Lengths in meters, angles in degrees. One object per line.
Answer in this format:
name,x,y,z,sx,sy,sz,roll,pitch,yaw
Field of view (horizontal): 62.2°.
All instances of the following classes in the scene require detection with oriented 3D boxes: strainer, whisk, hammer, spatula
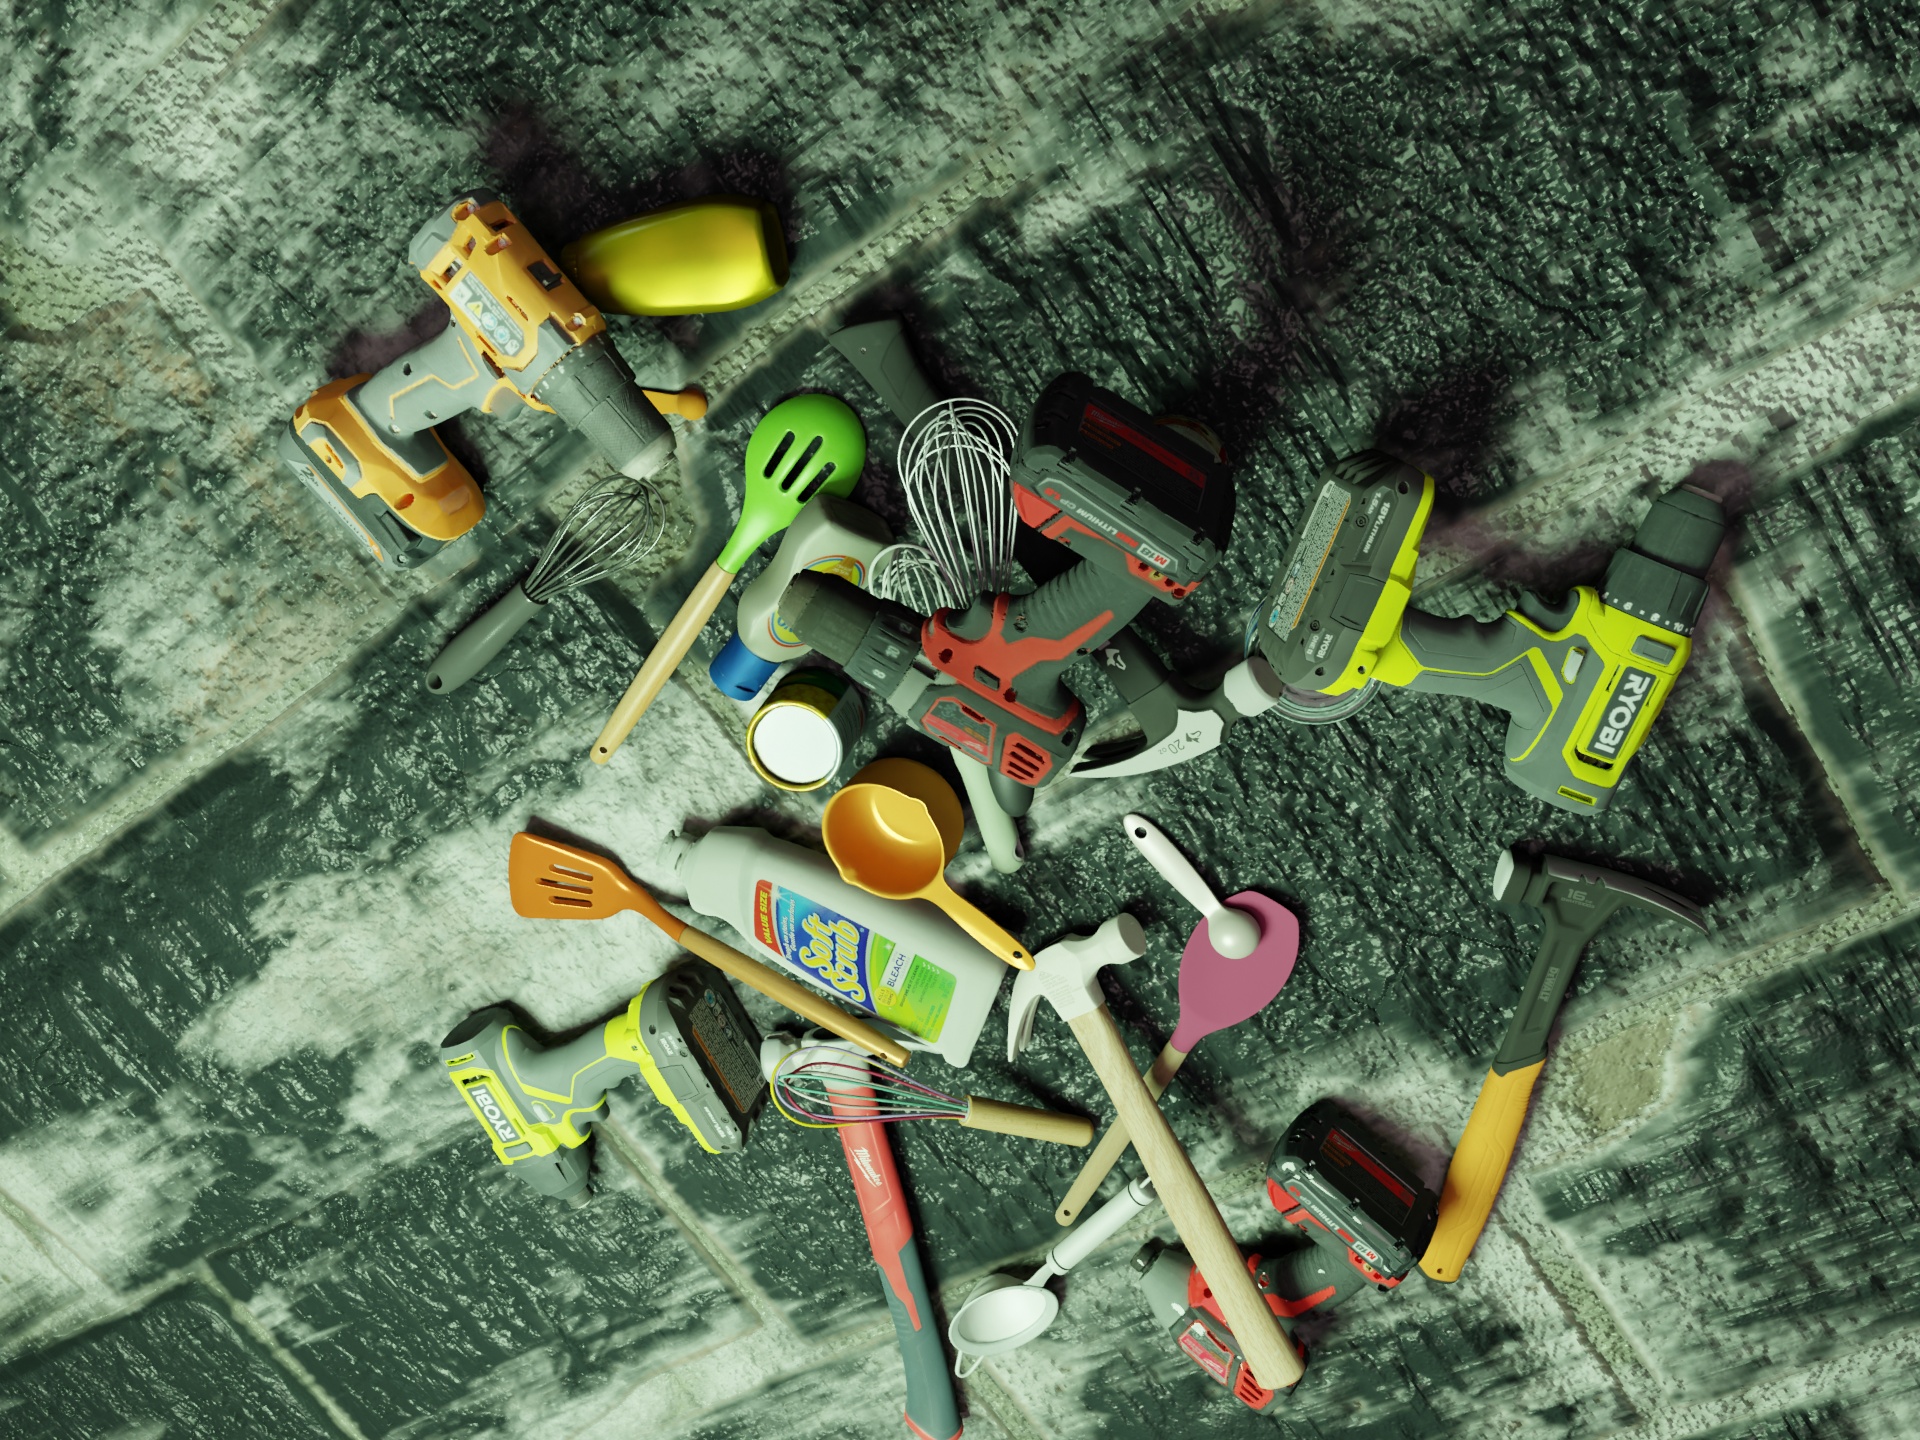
strainer,0.069,0.402,1.176,0.086,0.050,0.258,21,124,-31
whisk,-0.279,-0.082,1.046,0.239,0.055,0.055,-35,103,28
hammer,0.037,-0.107,0.959,0.146,0.035,0.334,-34,99,39
whisk,-0.002,-0.003,1.014,0.059,0.058,0.246,-6,120,23
whisk,-0.018,0.270,1.104,0.244,0.047,0.051,16,140,-21
hammer,0.372,0.244,1.055,0.127,0.034,0.336,14,116,7
hammer,0.137,0.299,1.079,0.130,0.031,0.331,-30,87,33
hammer,-0.036,0.397,1.209,0.143,0.038,0.386,-8,112,14
spatula,-0.178,0.166,1.108,0.323,0.041,0.081,25,127,19
whisk,0.017,-0.058,0.946,0.070,0.070,0.284,-2,124,13

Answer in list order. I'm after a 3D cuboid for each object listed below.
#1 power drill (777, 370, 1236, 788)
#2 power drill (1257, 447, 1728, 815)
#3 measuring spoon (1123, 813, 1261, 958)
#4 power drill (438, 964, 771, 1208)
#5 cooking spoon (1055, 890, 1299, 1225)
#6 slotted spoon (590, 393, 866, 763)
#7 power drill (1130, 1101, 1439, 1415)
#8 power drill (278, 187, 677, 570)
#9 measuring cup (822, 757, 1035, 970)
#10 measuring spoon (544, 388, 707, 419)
power drill,0.019,-0.075,0.853,0.188,0.080,0.226,30,132,-9
power drill,0.302,-0.067,0.890,0.228,0.080,0.190,18,106,-11
measuring spoon,0.149,0.110,1.045,0.034,0.018,0.124,-42,93,24
power drill,-0.259,0.277,1.185,0.223,0.080,0.171,-20,108,23
cooking spoon,0.141,0.245,1.113,0.069,0.017,0.318,31,116,7
slotted spoon,-0.162,-0.080,1.030,0.070,0.031,0.313,35,118,-10
power drill,0.219,0.379,1.119,0.143,0.078,0.219,39,122,14
power drill,-0.289,-0.180,0.964,0.226,0.084,0.185,-34,103,34
measuring cup,-0.010,0.095,1.052,0.173,0.052,0.095,41,126,-3
measuring spoon,-0.215,-0.199,0.996,0.117,0.011,0.021,4,114,10
